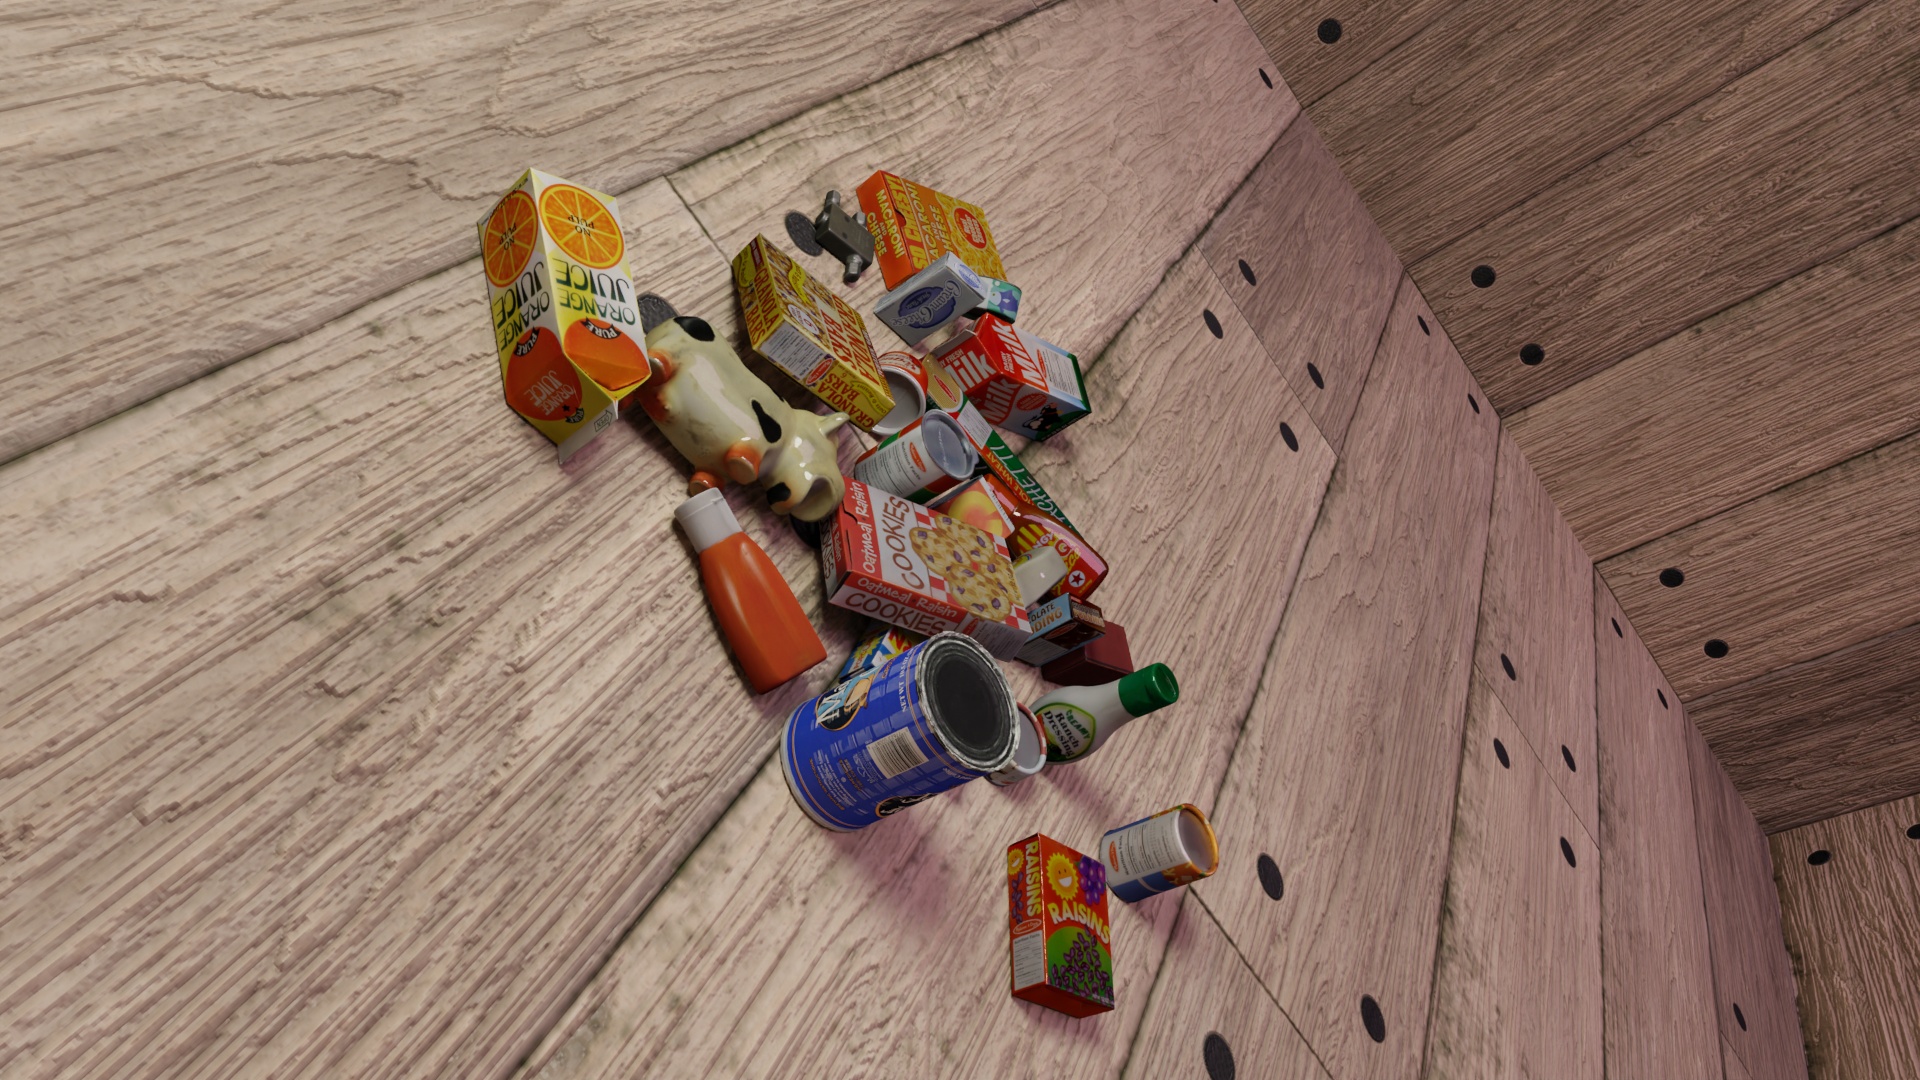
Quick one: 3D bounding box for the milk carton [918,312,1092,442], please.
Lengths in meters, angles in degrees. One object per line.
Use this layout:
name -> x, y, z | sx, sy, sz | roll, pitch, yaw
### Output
milk carton -> 0.042, -0.166, 1.386 | 0.190, 0.072, 0.074 | 17, 53, -48

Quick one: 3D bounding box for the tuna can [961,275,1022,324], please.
tuna can -> 0.027, -0.237, 1.377 | 0.071, 0.071, 0.033 | 16, 85, -47

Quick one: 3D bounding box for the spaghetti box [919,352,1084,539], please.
spaghetti box -> 0.032, -0.070, 1.341 | 0.249, 0.028, 0.050 | 50, 35, -16

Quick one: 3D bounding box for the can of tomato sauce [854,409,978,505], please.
can of tomato sauce -> -0.038, -0.064, 1.194 | 0.071, 0.083, 0.071 | 33, 42, -36

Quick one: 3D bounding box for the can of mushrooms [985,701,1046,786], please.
can of mushrooms -> 0.039, 0.168, 1.167 | 0.071, 0.033, 0.071 | 31, 44, -36

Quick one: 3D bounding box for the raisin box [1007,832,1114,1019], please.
raisin box -> 0.080, 0.308, 1.110 | 0.086, 0.040, 0.124 | 32, 42, -35

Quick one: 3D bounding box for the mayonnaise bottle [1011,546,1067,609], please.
mayonnaise bottle -> 0.037, 0.051, 1.229 | 0.149, 0.064, 0.041 | -33, 94, -53

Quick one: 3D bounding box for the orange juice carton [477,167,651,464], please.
orange juice carton -> -0.272, -0.152, 0.961 | 0.073, 0.071, 0.193 | 10, 58, -49

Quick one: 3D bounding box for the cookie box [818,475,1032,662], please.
cookie box -> -0.031, 0.021, 1.118 | 0.167, 0.040, 0.123 | 21, 32, -26

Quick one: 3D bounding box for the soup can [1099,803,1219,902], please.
soup can -> 0.177, 0.275, 1.223 | 0.071, 0.083, 0.072 | 33, 42, -36

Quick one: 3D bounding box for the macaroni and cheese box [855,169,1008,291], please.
macaroni and cheese box -> -0.023, -0.303, 1.432 | 0.167, 0.040, 0.124 | 6, 61, -51

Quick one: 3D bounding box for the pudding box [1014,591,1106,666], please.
pudding box -> 0.083, 0.081, 1.244 | 0.049, 0.083, 0.030 | 26, 46, -40

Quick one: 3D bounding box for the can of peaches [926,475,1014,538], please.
can of peaches -> 0.004, -0.015, 1.233 | 0.058, 0.071, 0.071 | 57, 33, -6

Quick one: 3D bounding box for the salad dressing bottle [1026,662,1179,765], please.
salad dressing bottle -> 0.116, 0.146, 1.182 | 0.064, 0.147, 0.044 | 60, 33, -1

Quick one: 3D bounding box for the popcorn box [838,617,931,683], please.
popcorn box -> -0.030, 0.121, 1.106 | 0.126, 0.038, 0.085 | 49, 35, -17

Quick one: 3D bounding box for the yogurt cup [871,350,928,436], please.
yogurt cup -> -0.060, -0.134, 1.237 | 0.072, 0.072, 0.054 | 49, 27, -18

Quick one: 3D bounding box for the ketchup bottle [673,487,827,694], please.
ketchup bottle -> -0.155, 0.034, 1.002 | 0.149, 0.043, 0.065 | 61, 33, 1

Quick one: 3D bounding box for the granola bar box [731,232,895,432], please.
granola bar box -> -0.124, -0.173, 1.152 | 0.124, 0.039, 0.166 | 36, 19, -33

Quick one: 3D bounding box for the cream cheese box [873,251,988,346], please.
cream cheese box -> -0.028, -0.227, 1.311 | 0.053, 0.103, 0.024 | 38, 46, -28

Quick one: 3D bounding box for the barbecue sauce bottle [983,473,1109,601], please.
barbecue sauce bottle -> 0.069, -0.001, 1.312 | 0.148, 0.065, 0.044 | 42, 3, -13
